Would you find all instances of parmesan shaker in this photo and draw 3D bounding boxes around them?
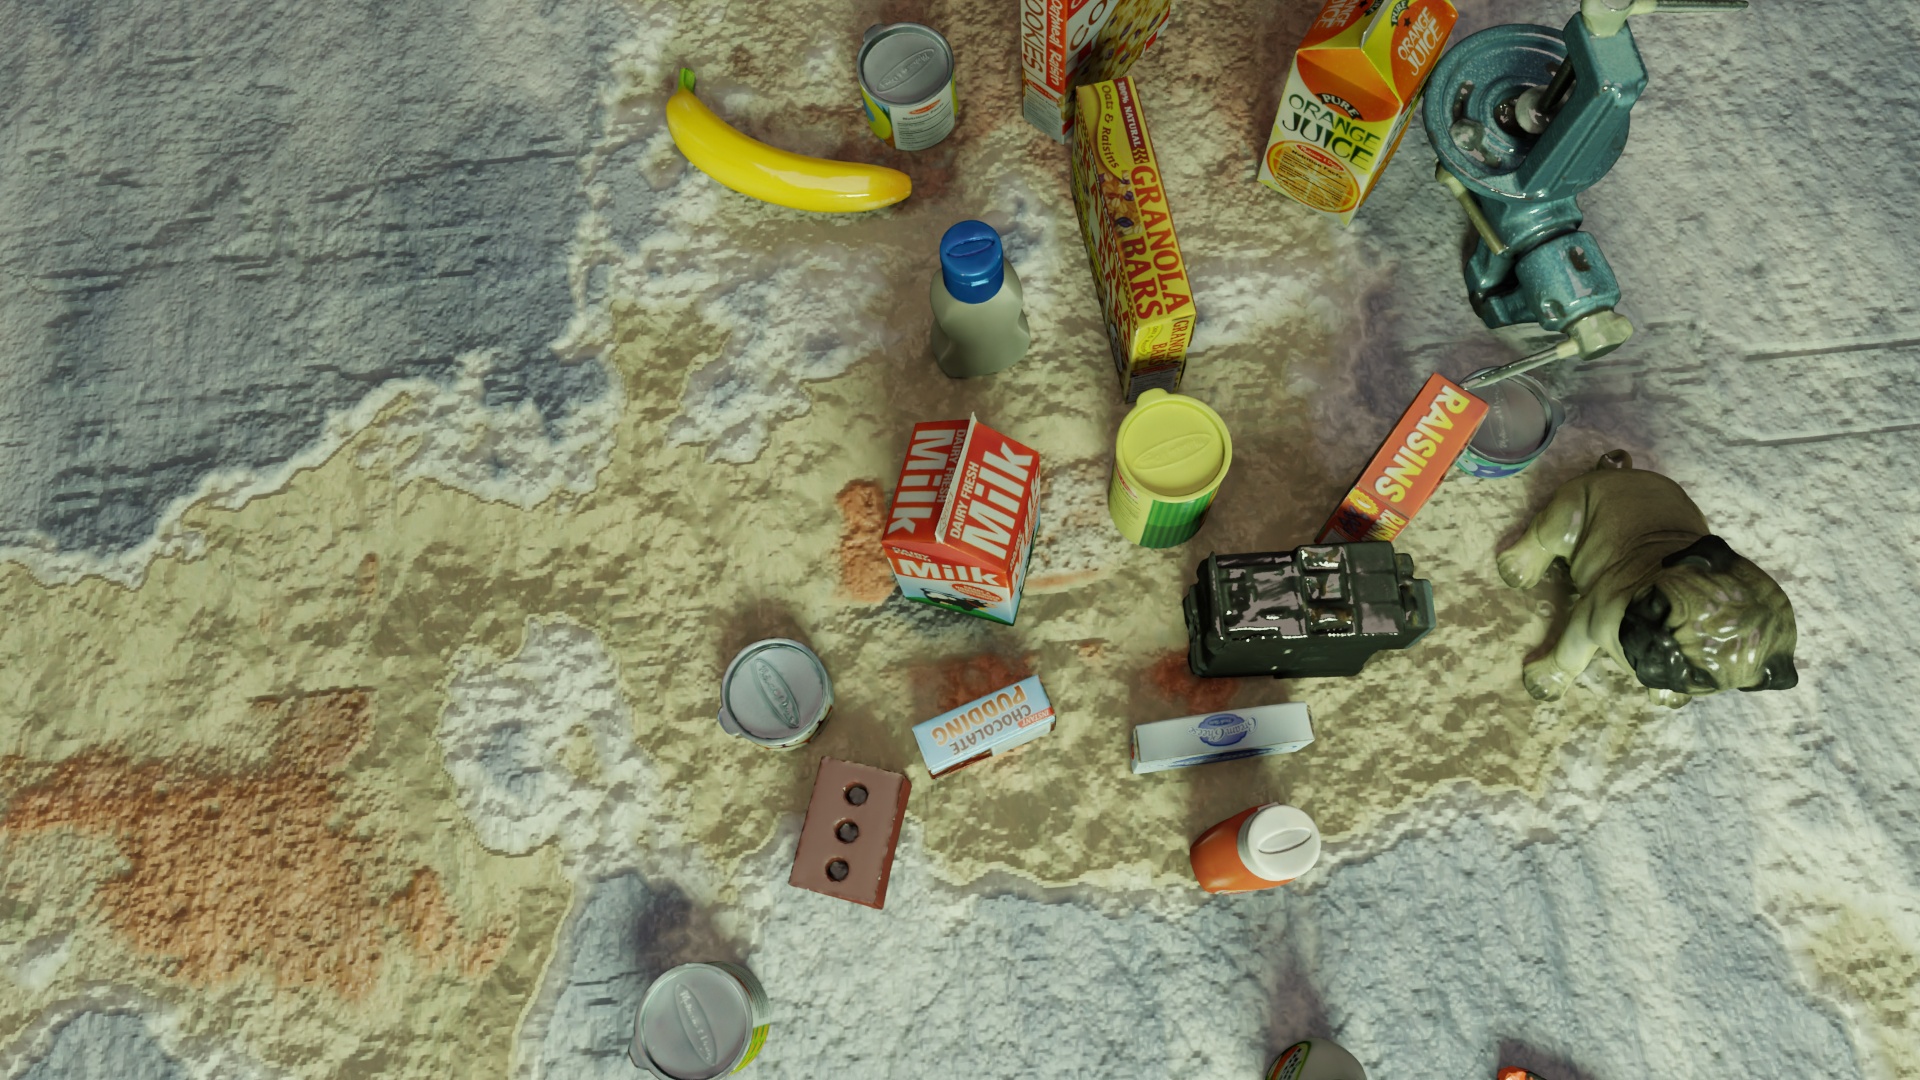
[{"bbox_3d":[0.124,-0.042,0.845,0.071,0.103,0.071,-1,74,3],"label":"parmesan shaker"}]

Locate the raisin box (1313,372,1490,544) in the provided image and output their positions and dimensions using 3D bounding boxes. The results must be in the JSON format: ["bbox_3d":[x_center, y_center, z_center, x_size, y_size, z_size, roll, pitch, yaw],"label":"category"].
[{"bbox_3d":[0.260,-0.037,0.826,0.040,0.123,0.086,36,79,12],"label":"raisin box"}]

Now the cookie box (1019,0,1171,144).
[{"bbox_3d":[0.092,-0.353,0.904,0.040,0.167,0.123,38,79,12],"label":"cookie box"}]

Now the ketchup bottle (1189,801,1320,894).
[{"bbox_3d":[0.164,0.167,0.758,0.065,0.148,0.043,-18,74,-2],"label":"ketchup bottle"}]

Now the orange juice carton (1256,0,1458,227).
[{"bbox_3d":[0.246,-0.282,0.862,0.073,0.192,0.072,31,78,11],"label":"orange juice carton"}]

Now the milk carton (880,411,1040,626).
[{"bbox_3d":[0.003,-0.010,0.796,0.073,0.190,0.072,14,76,7],"label":"milk carton"}]

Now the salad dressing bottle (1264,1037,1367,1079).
[{"bbox_3d":[0.190,0.294,0.720,0.044,0.147,0.064,26,77,10],"label":"salad dressing bottle"}]

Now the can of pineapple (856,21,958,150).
[{"bbox_3d":[-0.036,-0.313,0.955,0.071,0.057,0.071,-1,74,3],"label":"can of pineapple"}]

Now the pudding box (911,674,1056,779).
[{"bbox_3d":[0.015,0.113,0.833,0.084,0.049,0.030,-23,74,-4],"label":"pudding box"}]

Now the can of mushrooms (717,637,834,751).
[{"bbox_3d":[-0.114,0.096,0.853,0.071,0.033,0.071,-1,74,3],"label":"can of mushrooms"}]

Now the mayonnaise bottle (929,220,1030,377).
[{"bbox_3d":[0.010,-0.147,0.858,0.065,0.147,0.041,-15,74,-1],"label":"mayonnaise bottle"}]

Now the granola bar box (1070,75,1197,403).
[{"bbox_3d":[0.107,-0.186,0.877,0.039,0.124,0.166,-12,74,0],"label":"granola bar box"}]

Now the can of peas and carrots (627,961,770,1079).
[{"bbox_3d":[-0.147,0.275,0.789,0.071,0.058,0.071,-1,74,3],"label":"can of peas and carrots"}]

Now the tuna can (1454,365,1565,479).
[{"bbox_3d":[0.341,-0.074,0.879,0.071,0.032,0.071,-1,74,3],"label":"tuna can"}]

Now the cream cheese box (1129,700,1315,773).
[{"bbox_3d":[0.153,0.117,0.823,0.104,0.053,0.024,-8,74,1],"label":"cream cheese box"}]
